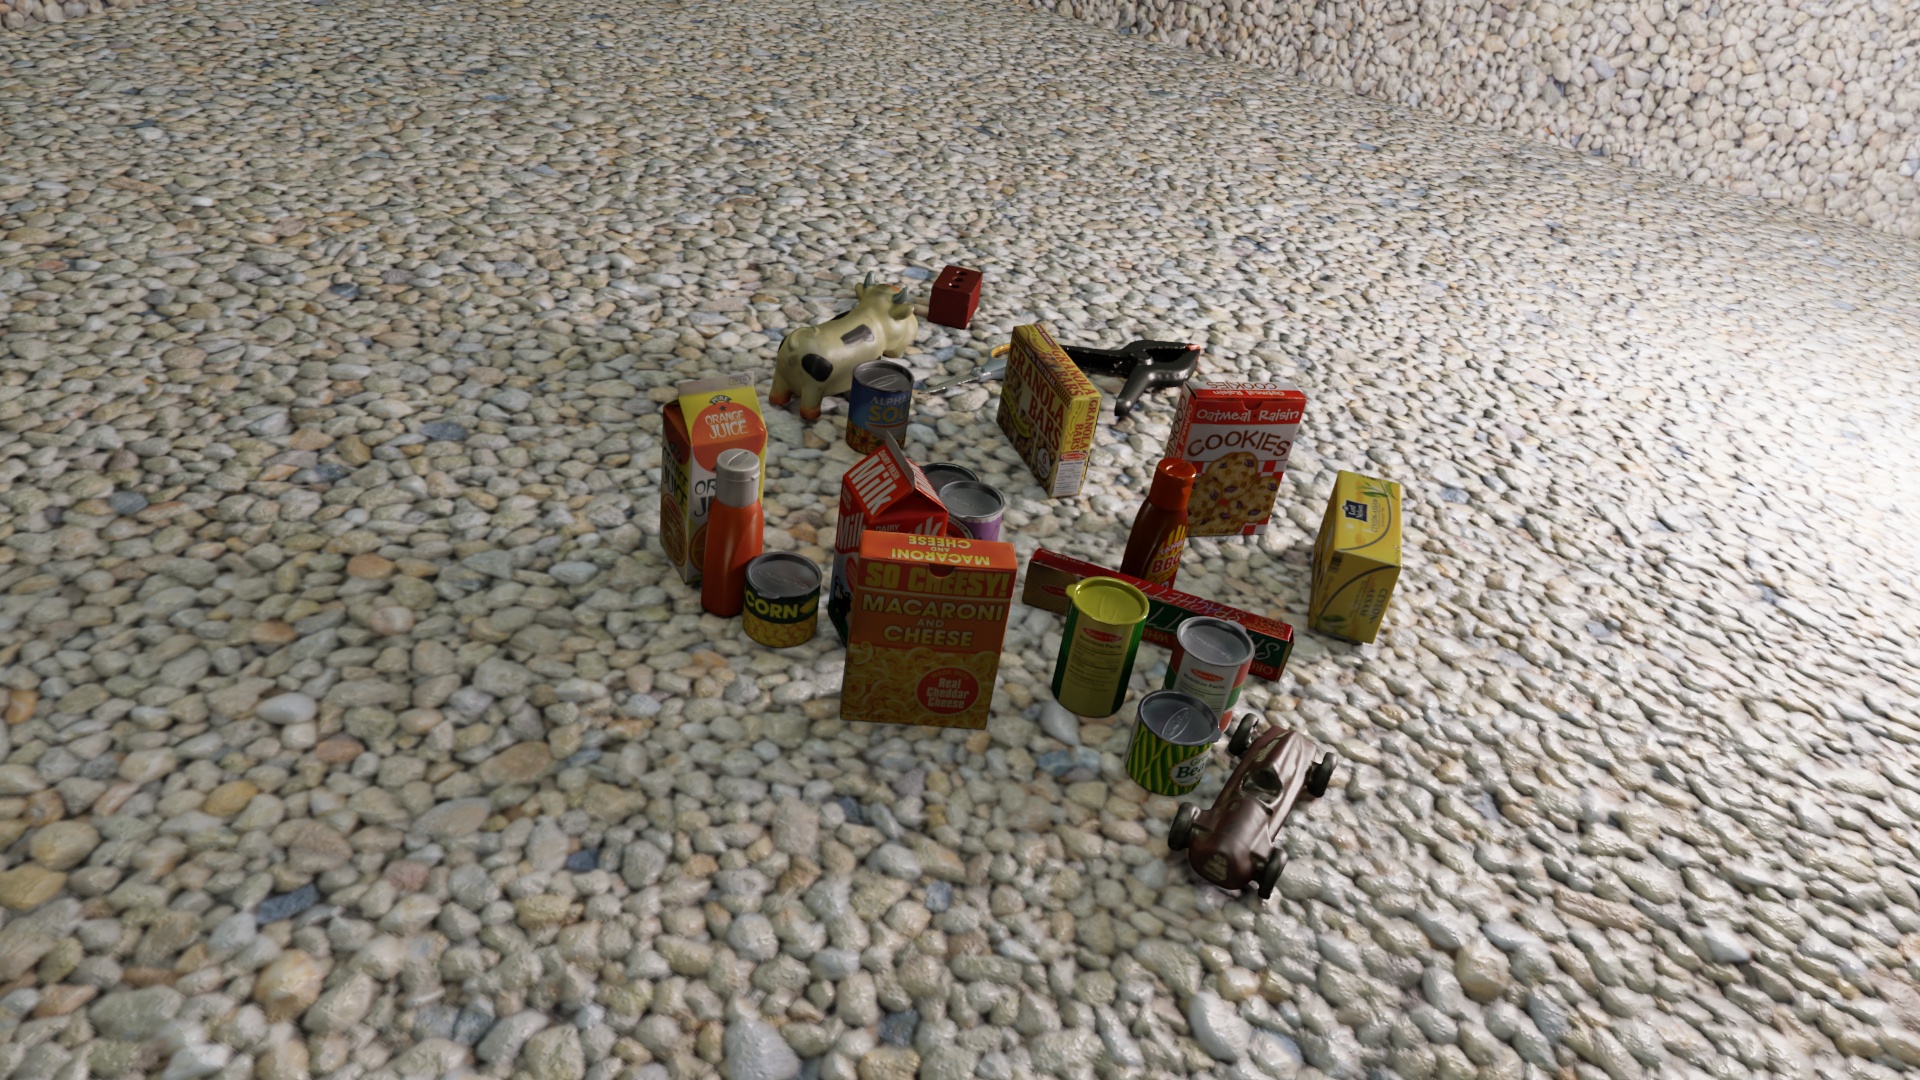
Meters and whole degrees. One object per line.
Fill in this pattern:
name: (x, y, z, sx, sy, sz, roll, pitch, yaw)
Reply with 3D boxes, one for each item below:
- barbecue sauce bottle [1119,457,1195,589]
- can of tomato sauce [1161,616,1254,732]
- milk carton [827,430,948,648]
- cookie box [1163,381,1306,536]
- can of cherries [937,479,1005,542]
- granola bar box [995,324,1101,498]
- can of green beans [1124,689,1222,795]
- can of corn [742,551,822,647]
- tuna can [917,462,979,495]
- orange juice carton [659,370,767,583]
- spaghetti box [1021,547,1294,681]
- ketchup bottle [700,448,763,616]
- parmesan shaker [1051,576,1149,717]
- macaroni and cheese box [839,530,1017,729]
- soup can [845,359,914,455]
barbecue sauce bottle: (0.186, -0.007, 1.307, 0.065, 0.147, 0.044, -22, 45, -38)
can of tomato sauce: (0.210, 0.117, 1.190, 0.071, 0.082, 0.071, 7, 34, -4)
milk carton: (-0.062, 0.004, 1.191, 0.073, 0.189, 0.072, -7, 37, -23)
cookie box: (0.272, -0.082, 1.421, 0.123, 0.166, 0.040, -2, 35, -16)
can of cherries: (0.005, -0.017, 1.356, 0.071, 0.058, 0.072, 7, 34, -4)
granola bar box: (0.094, -0.142, 1.503, 0.039, 0.123, 0.166, -5, 37, -21)
can of green beans: (0.171, 0.165, 1.132, 0.071, 0.057, 0.071, 7, 34, -4)
can of corn: (-0.157, 0.053, 1.212, 0.071, 0.058, 0.071, 7, 34, -4)
tuna can: (-0.018, -0.050, 1.421, 0.071, 0.032, 0.071, 7, 34, -4)
orange juice carton: (-0.223, -0.063, 1.246, 0.072, 0.191, 0.073, -12, 39, -29)
spaghetti box: (0.181, 0.068, 1.283, 0.250, 0.049, 0.029, 17, 34, 11)
ketchup bottle: (-0.197, -0.008, 1.211, 0.043, 0.148, 0.065, 20, 35, 15)
parmesan shaker: (0.115, 0.090, 1.187, 0.071, 0.102, 0.072, 7, 34, -4)
macaroni and cheese box: (-0.028, 0.075, 1.117, 0.124, 0.165, 0.040, 5, 34, -7)
soup can: (-0.085, -0.140, 1.491, 0.071, 0.083, 0.072, 7, 34, -4)
